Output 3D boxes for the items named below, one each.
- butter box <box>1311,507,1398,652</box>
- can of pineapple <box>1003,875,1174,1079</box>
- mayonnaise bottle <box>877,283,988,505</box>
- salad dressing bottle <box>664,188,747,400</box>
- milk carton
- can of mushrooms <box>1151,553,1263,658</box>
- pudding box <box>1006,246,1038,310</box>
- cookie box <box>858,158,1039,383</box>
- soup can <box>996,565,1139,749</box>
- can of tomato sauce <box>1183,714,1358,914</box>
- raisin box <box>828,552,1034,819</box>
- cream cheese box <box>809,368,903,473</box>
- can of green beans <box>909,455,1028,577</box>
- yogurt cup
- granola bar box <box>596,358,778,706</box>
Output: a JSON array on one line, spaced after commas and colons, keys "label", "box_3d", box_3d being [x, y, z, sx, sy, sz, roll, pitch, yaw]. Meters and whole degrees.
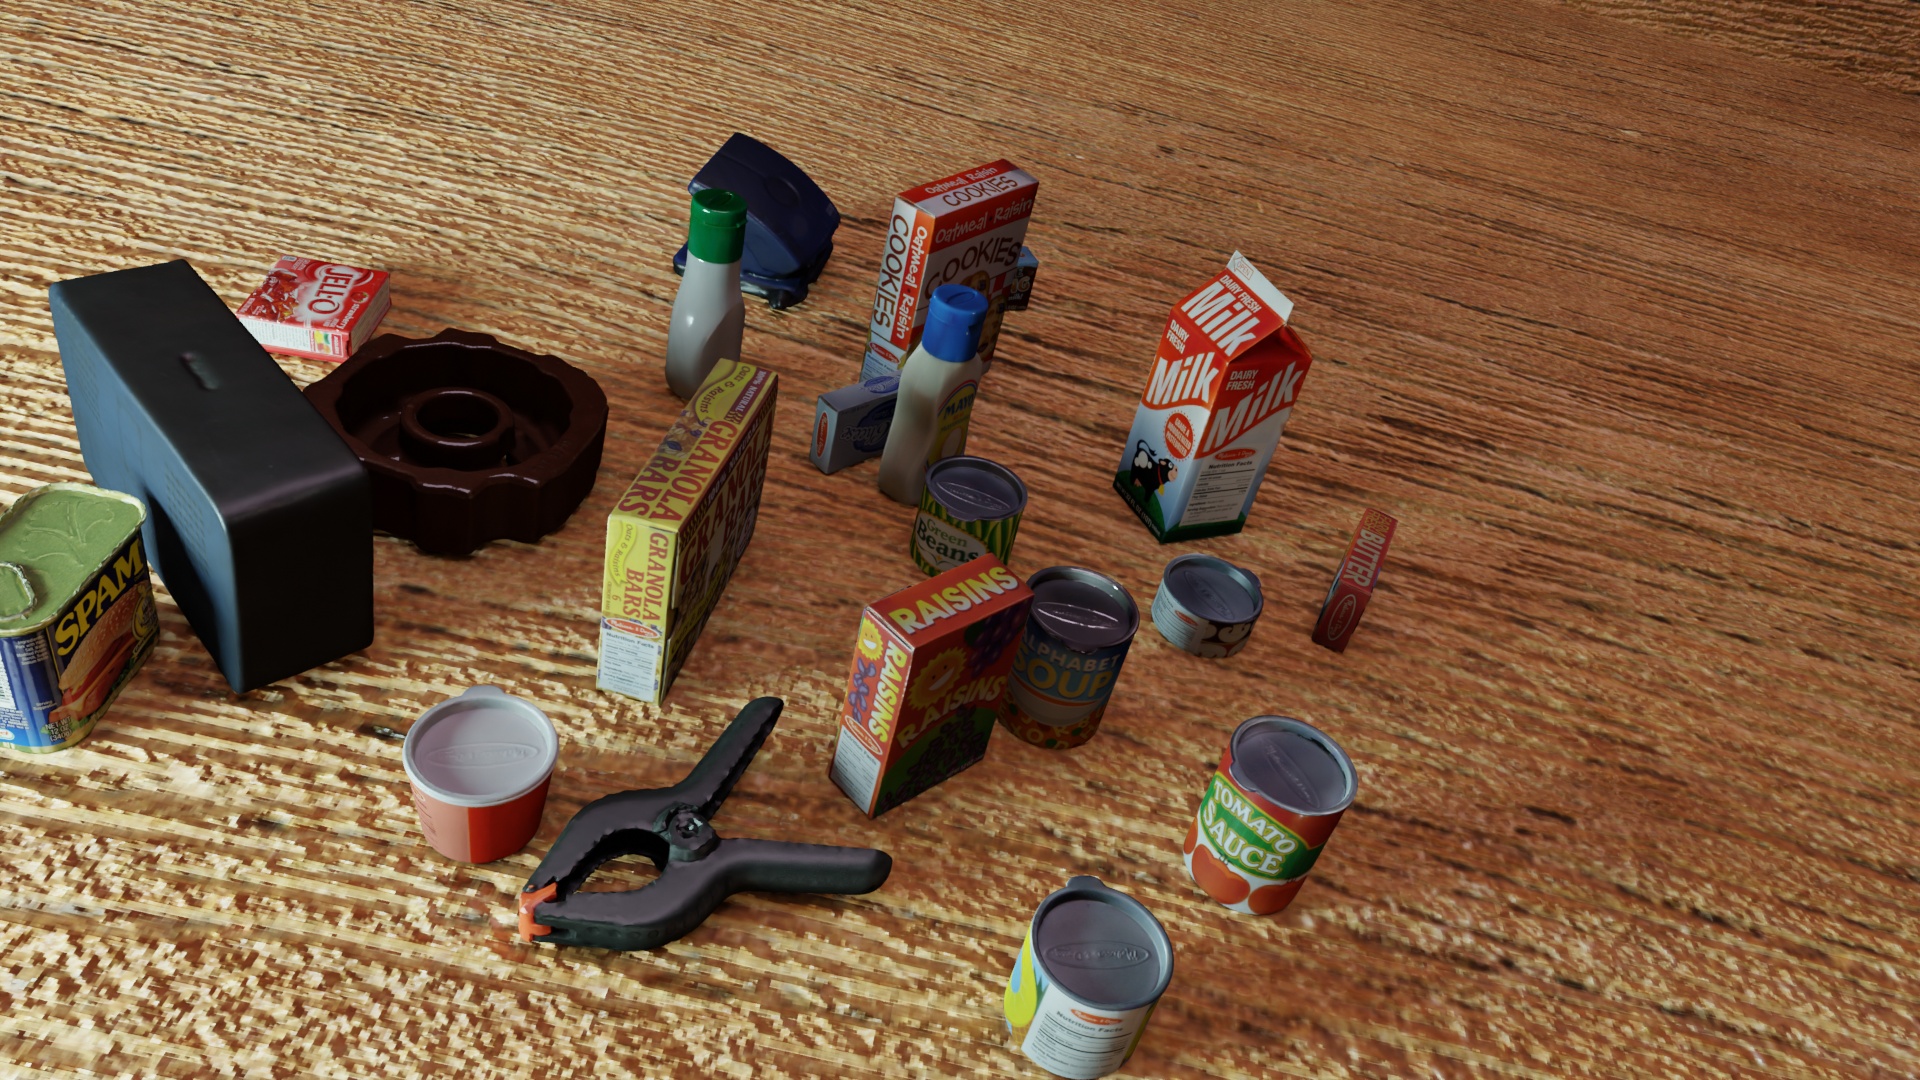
[{"label": "butter box", "box_3d": [0.265, 0.025, 0.934, 0.024, 0.052, 0.104, 25, 38, 12]}, {"label": "can of pineapple", "box_3d": [0.058, 0.200, 0.634, 0.071, 0.057, 0.071, 10, 37, -7]}, {"label": "mayonnaise bottle", "box_3d": [-0.015, -0.095, 0.913, 0.041, 0.147, 0.065, 34, 41, 23]}, {"label": "salad dressing bottle", "box_3d": [-0.171, -0.166, 0.950, 0.044, 0.146, 0.064, 25, 38, 12]}, {"label": "milk carton", "box_3d": [0.174, -0.096, 0.943, 0.073, 0.189, 0.072, -7, 42, -26]}, {"label": "can of mushrooms", "box_3d": [0.160, 0.042, 0.892, 0.071, 0.033, 0.071, 10, 37, -7]}, {"label": "pudding box", "box_3d": [0.020, -0.220, 1.166, 0.084, 0.049, 0.030, -5, 41, -25]}, {"label": "cookie box", "box_3d": [-0.011, -0.183, 1.010, 0.040, 0.166, 0.123, 33, 41, 23]}, {"label": "soup can", "box_3d": [0.057, 0.068, 0.781, 0.071, 0.083, 0.072, 10, 37, -7]}, {"label": "can of tomato sauce", "box_3d": [0.158, 0.144, 0.720, 0.071, 0.082, 0.071, 10, 37, -7]}, {"label": "raisin box", "box_3d": [-0.016, 0.075, 0.715, 0.086, 0.122, 0.040, -21, 50, -38]}, {"label": "cream cheese box", "box_3d": [-0.057, -0.086, 0.965, 0.104, 0.053, 0.024, -24, 52, -40]}, {"label": "can of green beans", "box_3d": [0.004, -0.012, 0.888, 0.071, 0.057, 0.071, 10, 37, -7]}, {"label": "yogurt cup", "box_3d": [-0.224, 0.113, 0.651, 0.072, 0.053, 0.073, 10, 37, -7]}, {"label": "granola bar box", "box_3d": [-0.149, -0.008, 0.775, 0.039, 0.123, 0.166, 16, 37, 2]}]
